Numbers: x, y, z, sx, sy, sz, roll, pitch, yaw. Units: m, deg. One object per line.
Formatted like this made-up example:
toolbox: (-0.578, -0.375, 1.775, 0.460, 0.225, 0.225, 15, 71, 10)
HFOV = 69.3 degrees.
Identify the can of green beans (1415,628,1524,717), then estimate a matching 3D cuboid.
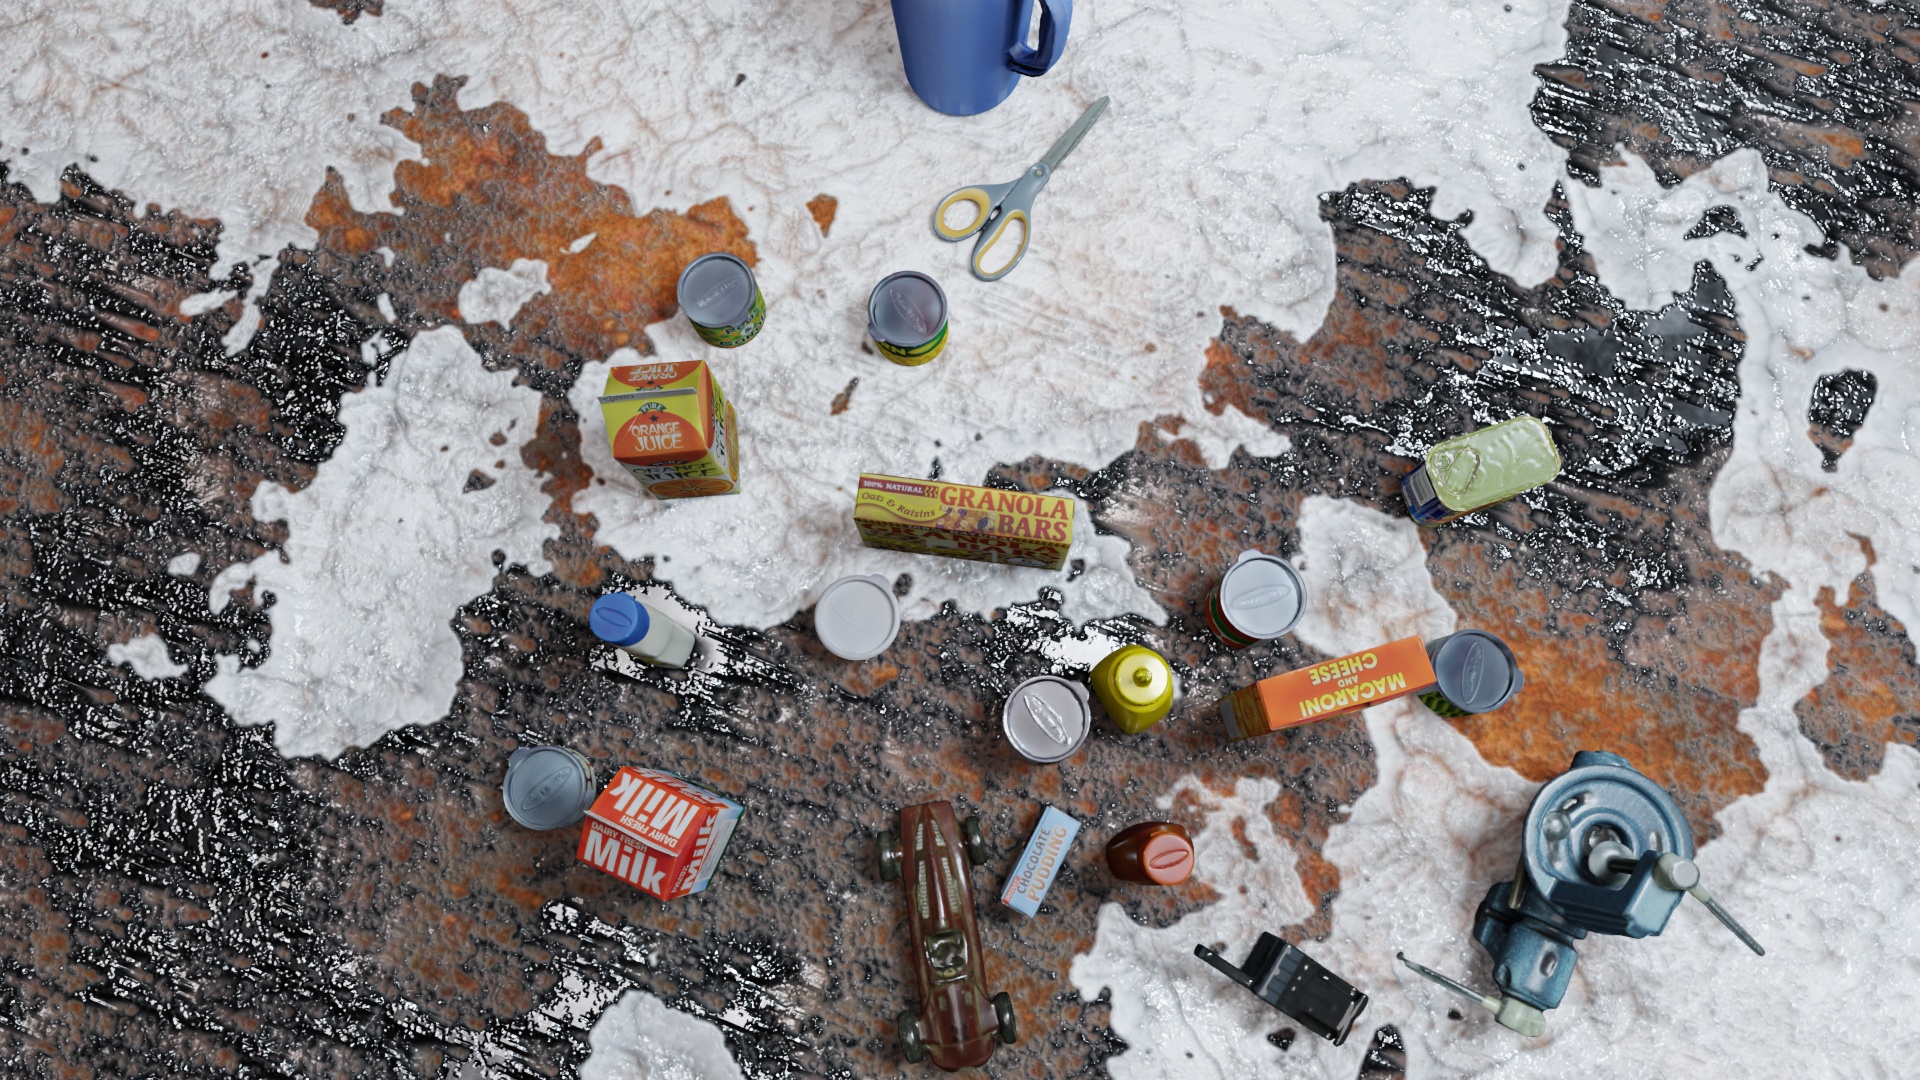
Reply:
can of green beans: (0.399, 0.106, 1.103, 0.071, 0.057, 0.071, 0, 79, 1)

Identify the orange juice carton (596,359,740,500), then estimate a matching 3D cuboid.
orange juice carton: (-0.223, -0.088, 1.081, 0.072, 0.192, 0.073, -4, 79, 0)

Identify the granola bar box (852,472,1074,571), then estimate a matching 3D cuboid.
granola bar box: (0.004, -0.014, 1.098, 0.166, 0.124, 0.039, 7, 80, 2)

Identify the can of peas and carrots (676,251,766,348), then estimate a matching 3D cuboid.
can of peas and carrots: (-0.199, -0.200, 1.171, 0.071, 0.058, 0.071, 0, 79, 1)

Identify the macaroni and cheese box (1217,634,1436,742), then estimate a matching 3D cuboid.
macaroni and cheese box: (0.271, 0.115, 1.048, 0.124, 0.166, 0.040, -16, 80, -2)

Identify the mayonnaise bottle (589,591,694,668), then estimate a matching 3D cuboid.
mayonnaise bottle: (-0.250, 0.069, 1.072, 0.065, 0.148, 0.041, 21, 80, 5)

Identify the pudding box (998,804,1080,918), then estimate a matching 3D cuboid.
pudding box: (0.061, 0.249, 1.083, 0.030, 0.049, 0.084, 28, 81, 6)

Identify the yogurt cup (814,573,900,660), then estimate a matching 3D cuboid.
yogurt cup: (-0.081, 0.065, 1.119, 0.072, 0.054, 0.072, 0, 79, 1)

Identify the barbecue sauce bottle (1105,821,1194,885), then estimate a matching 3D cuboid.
barbecue sauce bottle: (0.145, 0.234, 1.035, 0.065, 0.148, 0.044, -17, 80, -2)

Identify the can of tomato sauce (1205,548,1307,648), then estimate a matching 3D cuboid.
can of tomato sauce: (0.232, 0.048, 1.104, 0.071, 0.083, 0.071, 0, 79, 1)

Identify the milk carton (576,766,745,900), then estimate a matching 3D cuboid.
milk carton: (-0.220, 0.214, 1.021, 0.072, 0.190, 0.073, 24, 81, 5)

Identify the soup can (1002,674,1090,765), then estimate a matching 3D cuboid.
soup can: (0.068, 0.140, 1.087, 0.071, 0.083, 0.071, 0, 79, 1)

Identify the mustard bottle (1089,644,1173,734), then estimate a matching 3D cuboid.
mustard bottle: (0.134, 0.110, 1.053, 0.049, 0.160, 0.065, -33, 81, -5)

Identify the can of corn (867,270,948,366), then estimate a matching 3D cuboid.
can of corn: (-0.045, -0.184, 1.166, 0.071, 0.058, 0.071, 0, 79, 1)

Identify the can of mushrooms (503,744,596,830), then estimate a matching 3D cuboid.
can of mushrooms: (-0.328, 0.195, 1.106, 0.071, 0.033, 0.071, 0, 79, 1)
